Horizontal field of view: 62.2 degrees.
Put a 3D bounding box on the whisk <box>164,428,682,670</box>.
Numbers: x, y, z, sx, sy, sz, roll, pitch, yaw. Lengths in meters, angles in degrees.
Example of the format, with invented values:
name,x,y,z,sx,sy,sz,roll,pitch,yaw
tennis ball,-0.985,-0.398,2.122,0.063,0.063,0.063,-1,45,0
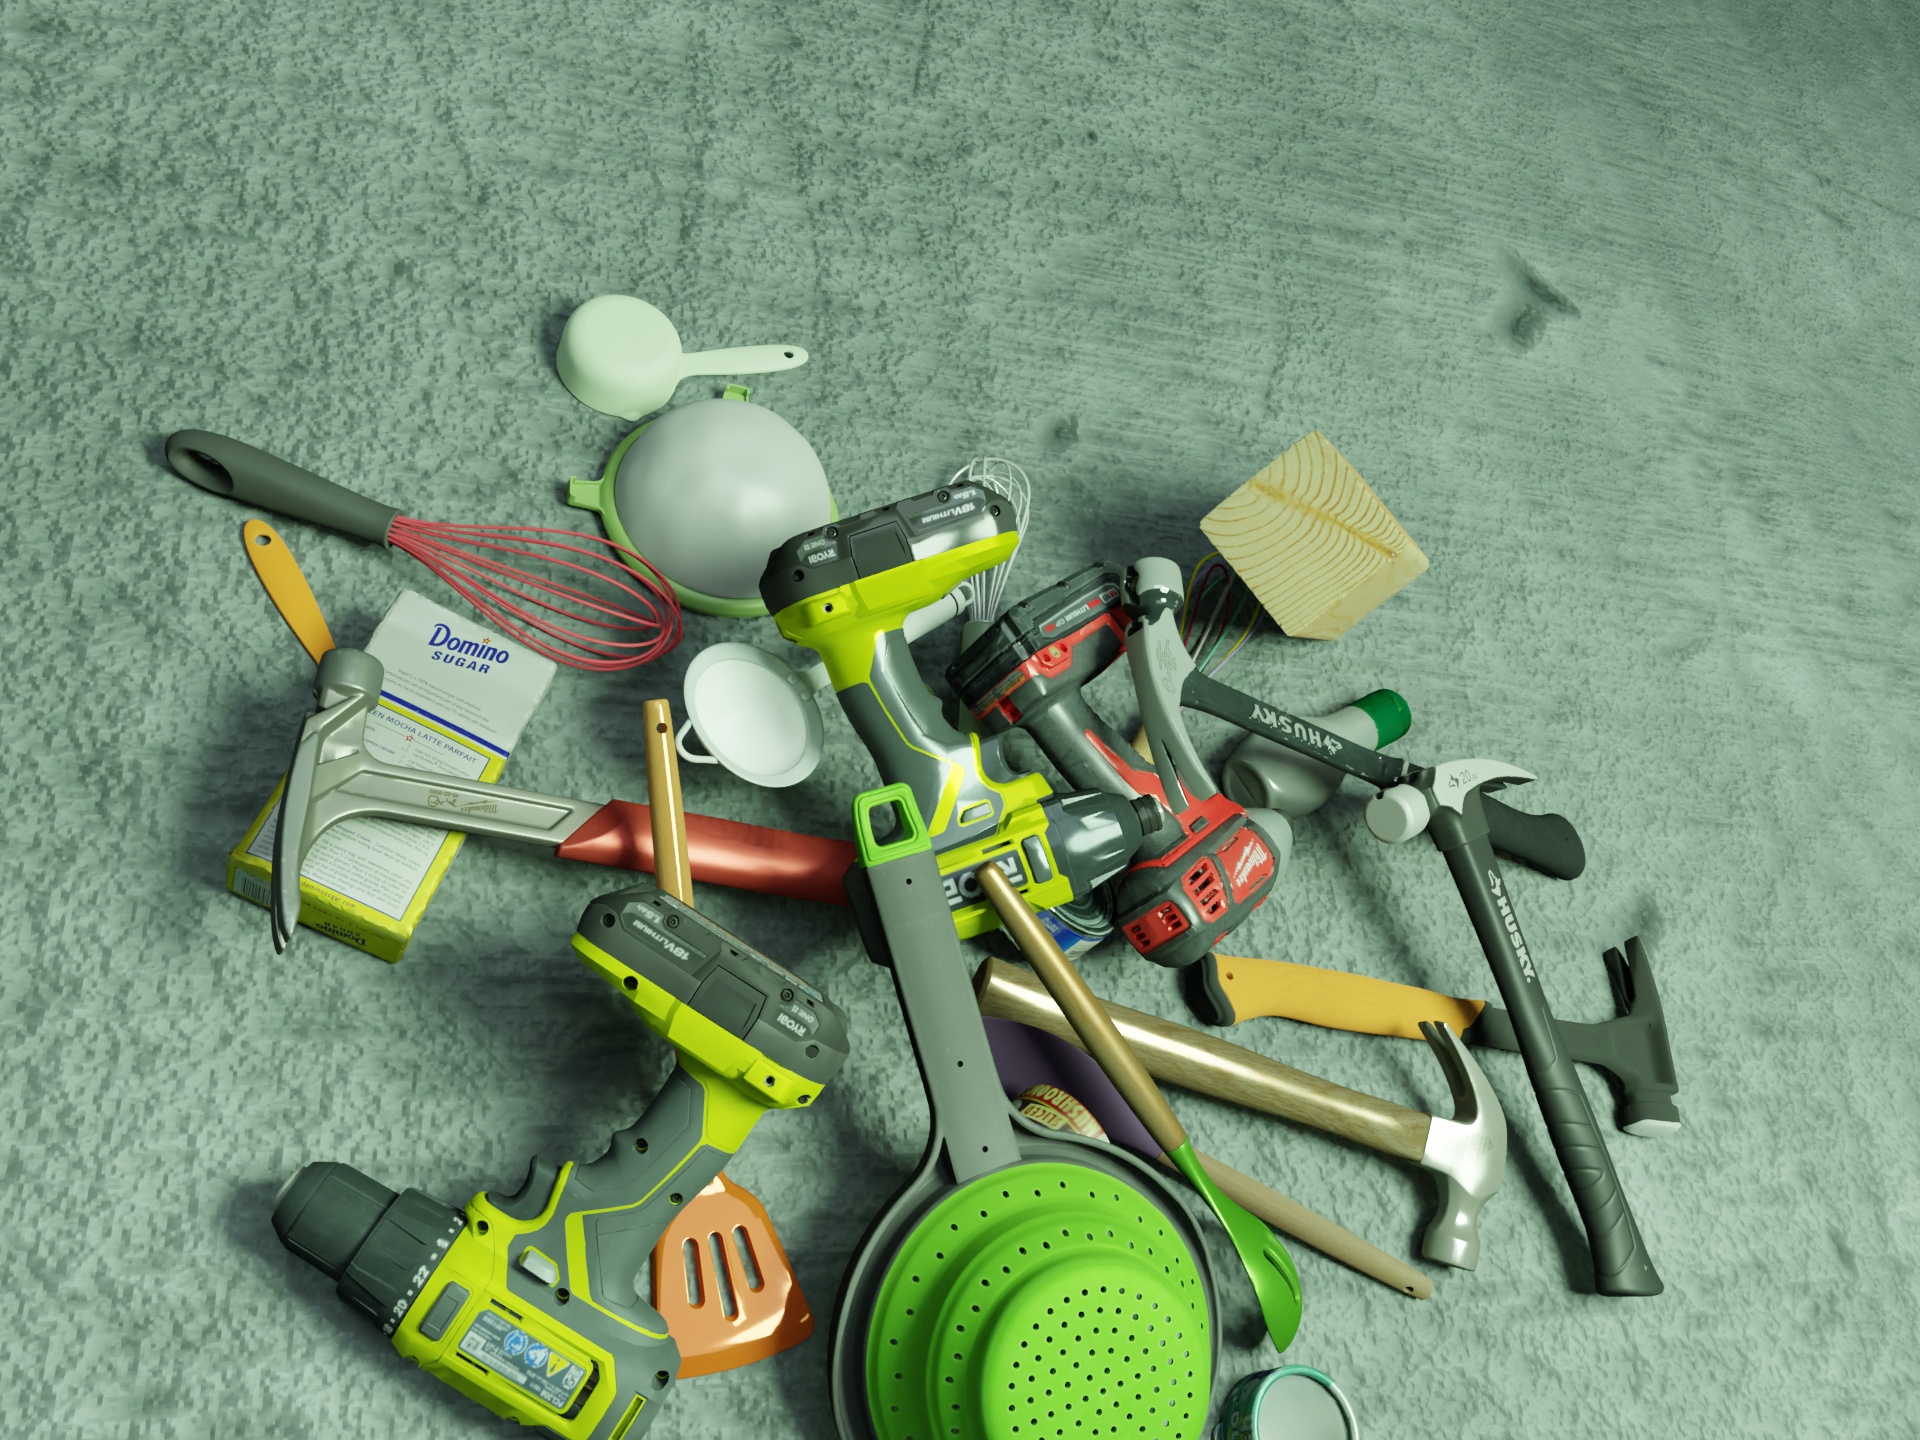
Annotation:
name,x,y,z,sx,sy,sz,roll,pitch,yaw
whisk,-0.294,-0.098,0.878,0.295,0.073,0.073,21,56,-5

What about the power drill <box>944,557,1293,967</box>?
name,x,y,z,sx,sy,sz,roll,pitch,yaw
power drill,0.105,0.023,0.929,0.143,0.078,0.220,-30,82,-42

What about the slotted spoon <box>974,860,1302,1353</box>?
name,x,y,z,sx,sy,sz,roll,pitch,yaw
slotted spoon,0.097,0.199,0.821,0.313,0.031,0.070,56,13,-12

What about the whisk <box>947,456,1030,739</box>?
name,x,y,z,sx,sy,sz,roll,pitch,yaw
whisk,0.013,-0.064,1.000,0.059,0.057,0.247,-4,62,14

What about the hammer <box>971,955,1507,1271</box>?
name,x,y,z,sx,sy,sz,roll,pitch,yaw
hammer,0.161,0.199,0.897,0.331,0.031,0.130,21,75,-11

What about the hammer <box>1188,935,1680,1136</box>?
name,x,y,z,sx,sy,sz,roll,pitch,yaw
hammer,0.296,0.176,0.988,0.336,0.034,0.127,11,60,-17

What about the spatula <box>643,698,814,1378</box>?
name,x,y,z,sx,sy,sz,roll,pitch,yaw
spatula,-0.130,0.150,0.778,0.081,0.041,0.322,-6,91,-26

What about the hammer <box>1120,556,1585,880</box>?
name,x,y,z,sx,sy,sz,roll,pitch,yaw
hammer,0.258,0.034,0.980,0.408,0.036,0.149,21,52,-32

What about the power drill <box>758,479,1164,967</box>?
name,x,y,z,sx,sy,sz,roll,pitch,yaw
power drill,-0.001,-0.003,0.835,0.171,0.080,0.223,-19,90,-9

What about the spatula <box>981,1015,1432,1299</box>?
name,x,y,z,sx,sy,sz,roll,pitch,yaw
spatula,0.132,0.245,0.877,0.315,0.059,0.018,31,30,-10

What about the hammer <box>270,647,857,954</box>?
name,x,y,z,sx,sy,sz,roll,pitch,yaw
hammer,-0.159,0.070,0.820,0.358,0.036,0.149,14,60,-26

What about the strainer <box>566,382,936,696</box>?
name,x,y,z,sx,sy,sz,roll,pitch,yaw
strainer,-0.101,-0.105,0.955,0.256,0.069,0.151,45,55,7

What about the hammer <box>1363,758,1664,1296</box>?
name,x,y,z,sx,sy,sz,roll,pitch,yaw
hammer,0.344,0.181,0.945,0.146,0.035,0.335,-16,85,-43

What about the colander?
name,x,y,z,sx,sy,sz,roll,pitch,yaw
colander,0.025,0.219,0.738,0.204,0.094,0.397,-15,87,-19

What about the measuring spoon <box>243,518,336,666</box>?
name,x,y,z,sx,sy,sz,roll,pitch,yaw
measuring spoon,-0.357,-0.064,0.858,0.021,0.011,0.117,-25,75,-32

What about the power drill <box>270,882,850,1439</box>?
name,x,y,z,sx,sy,sz,roll,pitch,yaw
power drill,-0.174,0.190,0.715,0.190,0.080,0.228,33,83,-3

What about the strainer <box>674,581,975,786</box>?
name,x,y,z,sx,sy,sz,roll,pitch,yaw
strainer,-0.072,-0.027,0.896,0.258,0.050,0.087,-33,87,-42

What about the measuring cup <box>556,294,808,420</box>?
name,x,y,z,sx,sy,sz,roll,pitch,yaw
measuring cup,-0.172,-0.239,1.017,0.167,0.038,0.083,-9,67,-25

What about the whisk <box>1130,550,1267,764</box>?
name,x,y,z,sx,sy,sz,roll,pitch,yaw
whisk,0.137,-0.021,1.027,0.047,0.051,0.245,53,54,-32
